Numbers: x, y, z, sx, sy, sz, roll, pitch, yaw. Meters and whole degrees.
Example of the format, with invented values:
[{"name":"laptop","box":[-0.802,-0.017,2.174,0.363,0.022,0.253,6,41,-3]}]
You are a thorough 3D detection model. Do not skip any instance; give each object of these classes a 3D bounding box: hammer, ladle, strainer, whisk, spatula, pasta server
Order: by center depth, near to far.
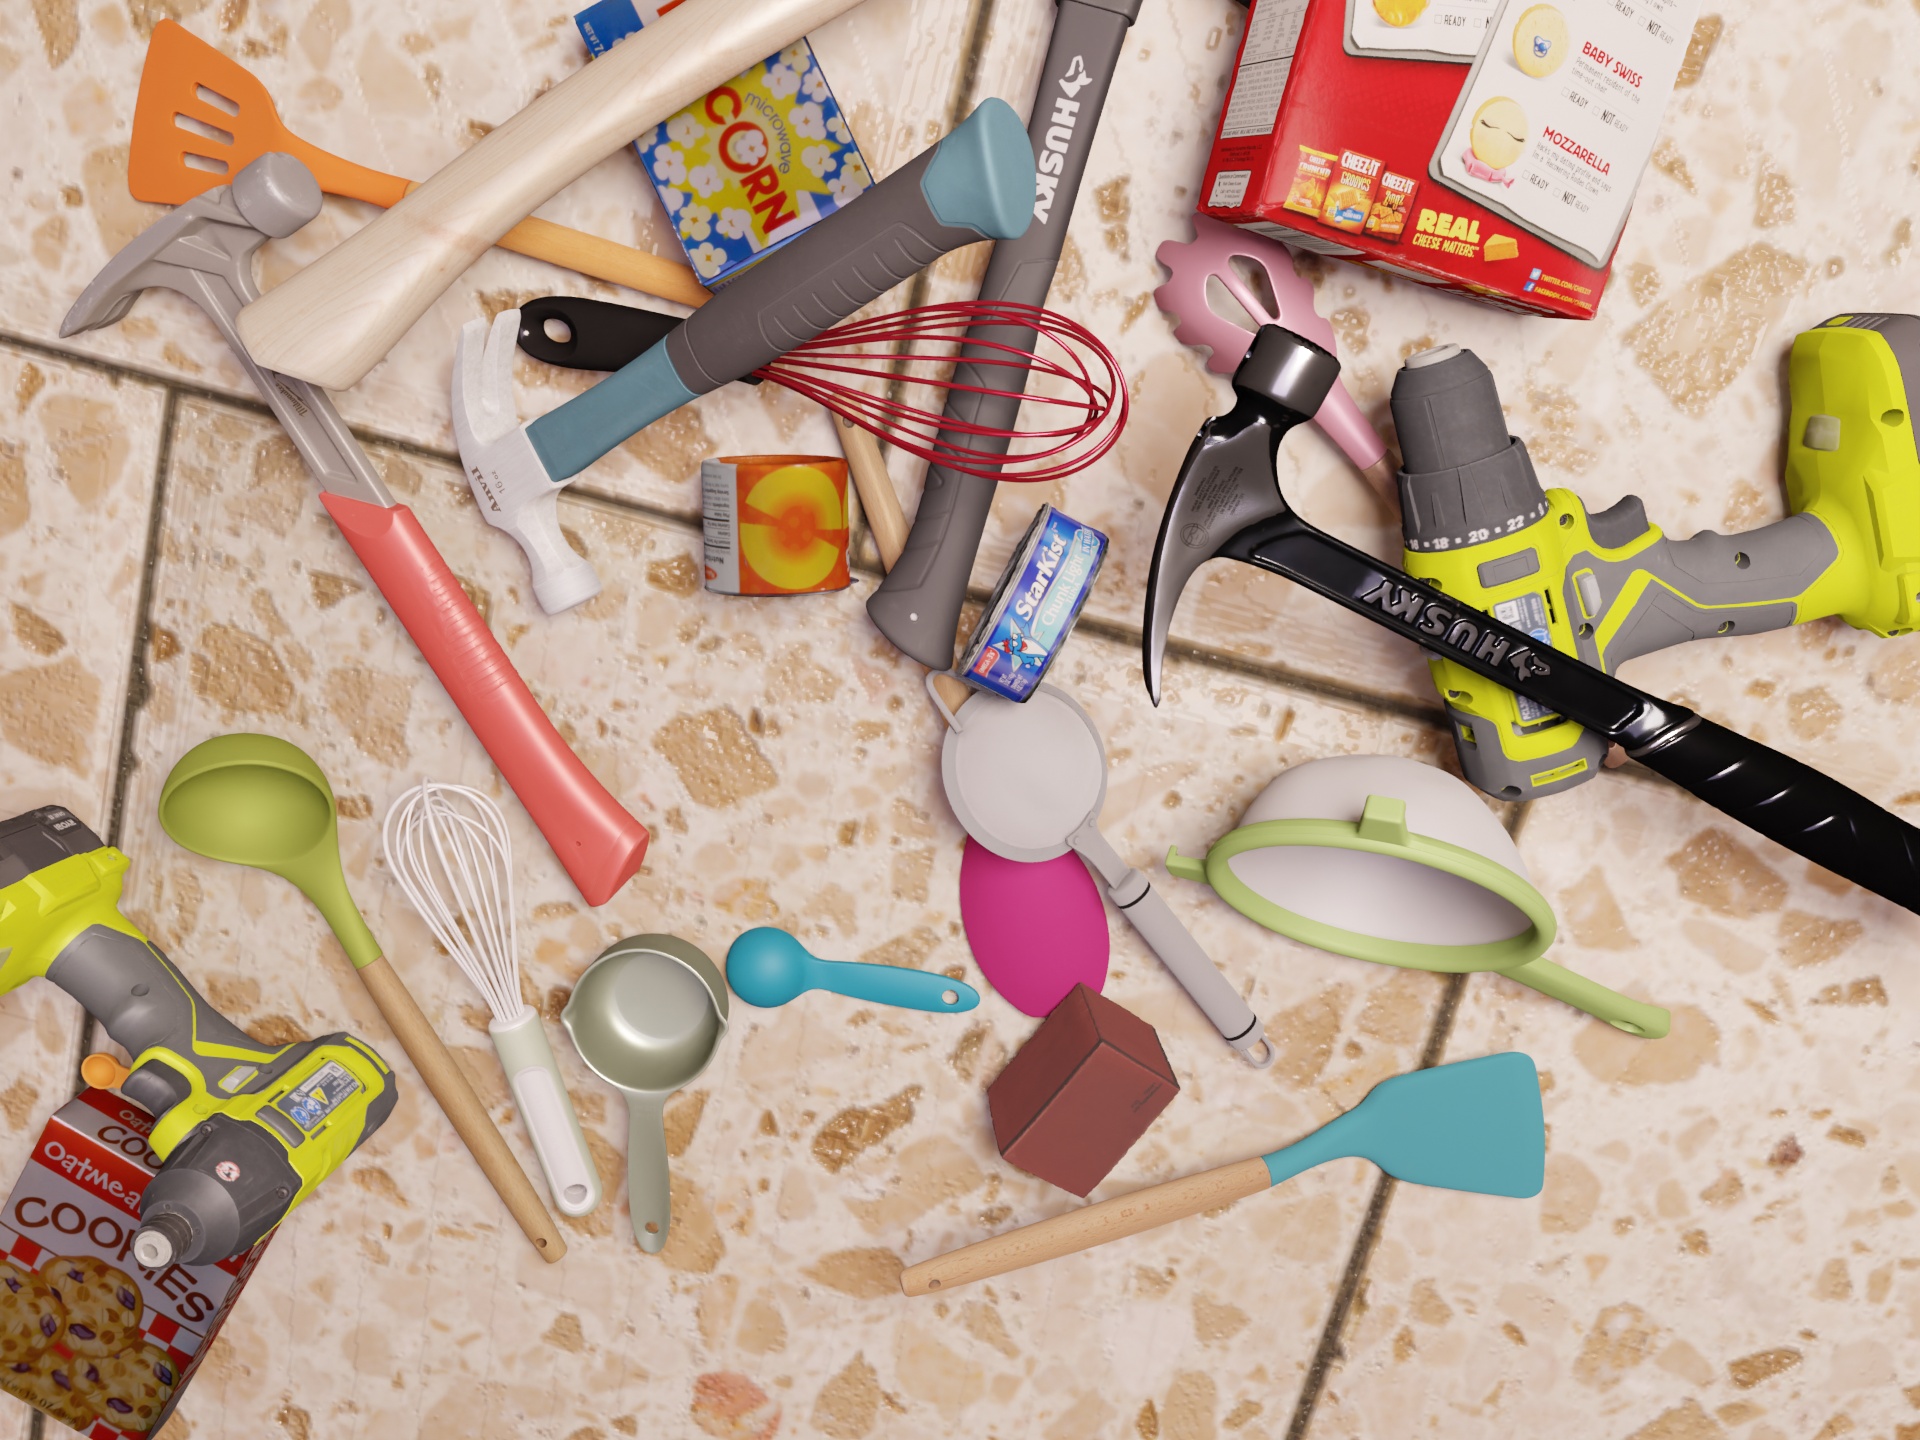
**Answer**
[{"name":"hammer","box":[0.261,0.002,0.635,0.409,0.036,0.149,26,106,-7]},{"name":"hammer","box":[-0.099,-0.147,0.635,0.331,0.033,0.128,-19,103,40]},{"name":"hammer","box":[-0.122,-0.271,0.639,0.410,0.038,0.146,-32,89,5]},{"name":"whisk","box":[-0.069,-0.150,0.669,0.296,0.073,0.073,13,105,22]},{"name":"hammer","box":[0.029,-0.183,0.686,0.146,0.035,0.334,17,101,4]},{"name":"pasta server","box":[0.200,-0.098,0.712,0.060,0.040,0.316,-40,101,12]},{"name":"spatula","box":[-0.220,-0.227,0.714,0.322,0.041,0.081,17,105,-4]},{"name":"strainer","box":[0.233,0.075,0.725,0.256,0.151,0.069,25,67,-21]},{"name":"hammer","box":[-0.262,-0.066,0.738,0.149,0.037,0.359,-24,105,26]},{"name":"strainer","box":[0.076,0.072,0.747,0.087,0.050,0.258,-47,107,-24]},{"name":"spatula","box":[0.126,0.227,0.760,0.317,0.044,0.082,-14,109,-11]},{"name":"whisk","box":[-0.225,0.141,0.788,0.058,0.059,0.246,-18,107,-9]},{"name":"ladle","box":[-0.284,0.147,0.790,0.078,0.062,0.320,-25,103,10]}]

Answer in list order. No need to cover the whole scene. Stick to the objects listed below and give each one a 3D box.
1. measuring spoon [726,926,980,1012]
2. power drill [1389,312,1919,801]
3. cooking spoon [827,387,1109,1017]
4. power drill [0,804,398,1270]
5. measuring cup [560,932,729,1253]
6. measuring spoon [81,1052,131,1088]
[{"name":"measuring spoon","box":[-0.054,0.131,0.784,0.128,0.021,0.042,8,104,3]},{"name":"power drill","box":[0.297,-0.088,0.665,0.228,0.080,0.190,-18,104,3]},{"name":"cooking spoon","box":[-0.001,-0.002,0.751,0.069,0.017,0.318,-19,101,6]},{"name":"power drill","box":[-0.390,0.150,0.740,0.223,0.171,0.080,40,103,-2]},{"name":"measuring cup","box":[-0.153,0.185,0.798,0.083,0.038,0.167,3,105,4]},{"name":"measuring spoon","box":[-0.401,0.196,0.834,0.117,0.011,0.021,18,103,-4]}]
